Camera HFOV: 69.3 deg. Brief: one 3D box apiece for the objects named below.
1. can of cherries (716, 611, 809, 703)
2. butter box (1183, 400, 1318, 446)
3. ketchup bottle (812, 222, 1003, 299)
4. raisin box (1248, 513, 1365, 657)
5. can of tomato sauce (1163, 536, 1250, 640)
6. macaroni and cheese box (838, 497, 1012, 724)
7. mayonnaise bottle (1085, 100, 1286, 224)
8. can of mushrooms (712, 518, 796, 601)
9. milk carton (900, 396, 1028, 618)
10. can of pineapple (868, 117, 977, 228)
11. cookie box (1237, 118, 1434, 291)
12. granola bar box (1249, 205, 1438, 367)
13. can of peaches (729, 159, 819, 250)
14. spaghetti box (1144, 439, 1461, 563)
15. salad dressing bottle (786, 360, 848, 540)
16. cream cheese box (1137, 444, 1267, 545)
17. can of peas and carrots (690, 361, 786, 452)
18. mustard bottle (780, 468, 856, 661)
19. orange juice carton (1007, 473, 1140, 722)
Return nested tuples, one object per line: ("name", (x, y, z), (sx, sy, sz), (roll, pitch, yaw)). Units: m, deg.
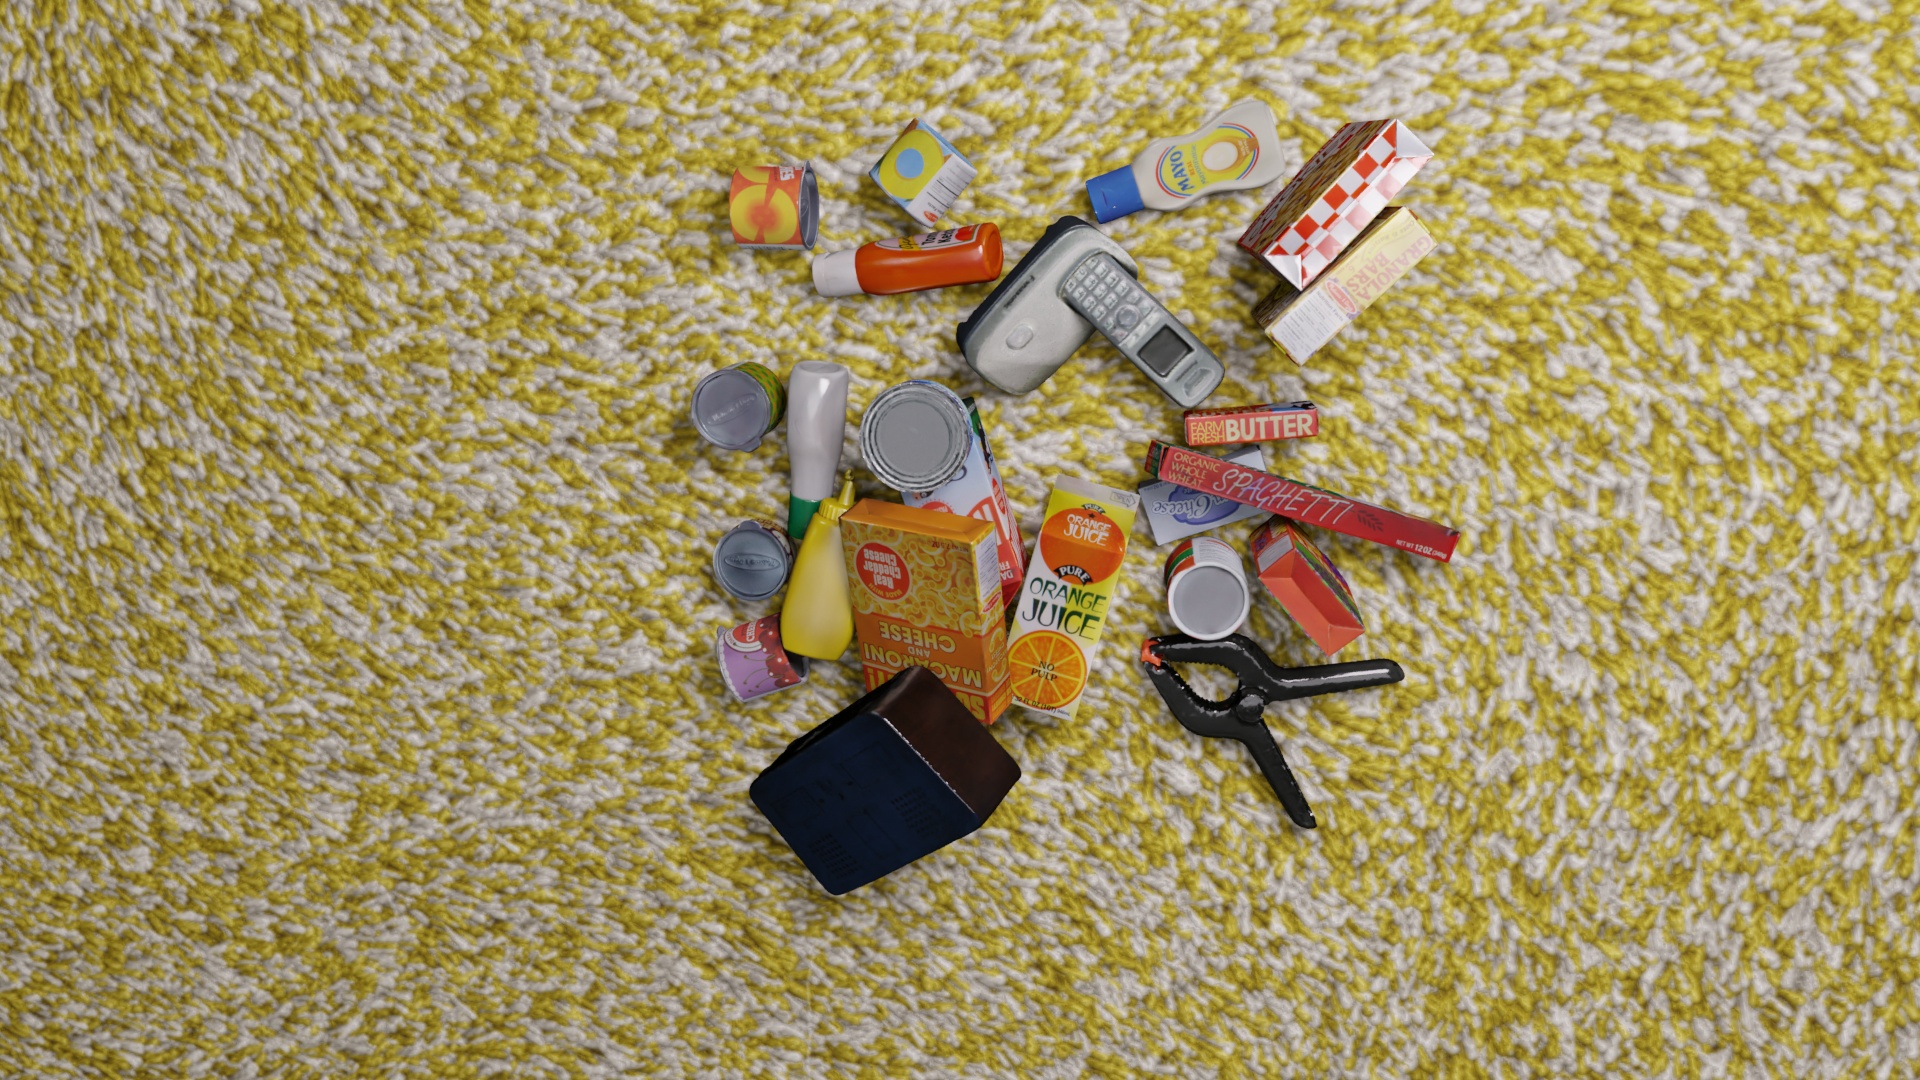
("can of cherries", (-0.169, 0.098, 1.193), (0.058, 0.072, 0.071), (-18, 101, 11))
("butter box", (0.230, -0.093, 1.106), (0.103, 0.053, 0.024), (-4, 101, 8))
("ketchup bottle", (-0.043, -0.220, 1.107), (0.149, 0.065, 0.043), (-5, 116, 17))
("raisin box", (0.271, 0.031, 1.094), (0.040, 0.124, 0.086), (-41, 96, 16))
("can of tomato sauce", (0.199, 0.040, 1.126), (0.071, 0.083, 0.071), (2, 103, 7))
("macaroni and cheese box", (-0.025, 0.056, 1.103), (0.124, 0.040, 0.165), (11, 123, 29))
("mayonnaise bottle", (0.172, -0.286, 1.073), (0.148, 0.041, 0.064), (-18, 102, 10))
("can of mushrooms", (-0.176, 0.014, 1.192), (0.071, 0.033, 0.071), (2, 104, 7))
("milk carton", (0.004, -0.014, 1.143), (0.073, 0.072, 0.190), (-17, 101, 11))
("can of pineapple", (-0.030, -0.289, 1.086), (0.071, 0.071, 0.057), (42, 104, -4))
("cookie box", (0.265, -0.246, 1.007), (0.040, 0.168, 0.122), (41, 105, -7))
("granola bar box", (0.275, -0.190, 1.020), (0.124, 0.166, 0.039), (-42, 95, 15))
("can of peaches", (-0.148, -0.267, 1.105), (0.058, 0.071, 0.071), (2, 104, 7))
("spaghetti box", (0.267, -0.032, 1.095), (0.250, 0.050, 0.028), (15, 98, -7))
("salad dressing bottle", (-0.121, -0.073, 1.152), (0.044, 0.064, 0.147), (13, 112, 15))
("cream cheese box", (0.203, -0.037, 1.138), (0.104, 0.024, 0.053), (-18, 102, 11))
("can of peas and carrots", (-0.181, -0.110, 1.150), (0.071, 0.059, 0.070), (2, 104, 7))
("mustard bottle", (-0.105, 0.017, 1.144), (0.065, 0.049, 0.159), (15, 102, -1))
("orange juice carton", (0.088, 0.044, 1.146), (0.072, 0.073, 0.192), (16, 104, 4))
